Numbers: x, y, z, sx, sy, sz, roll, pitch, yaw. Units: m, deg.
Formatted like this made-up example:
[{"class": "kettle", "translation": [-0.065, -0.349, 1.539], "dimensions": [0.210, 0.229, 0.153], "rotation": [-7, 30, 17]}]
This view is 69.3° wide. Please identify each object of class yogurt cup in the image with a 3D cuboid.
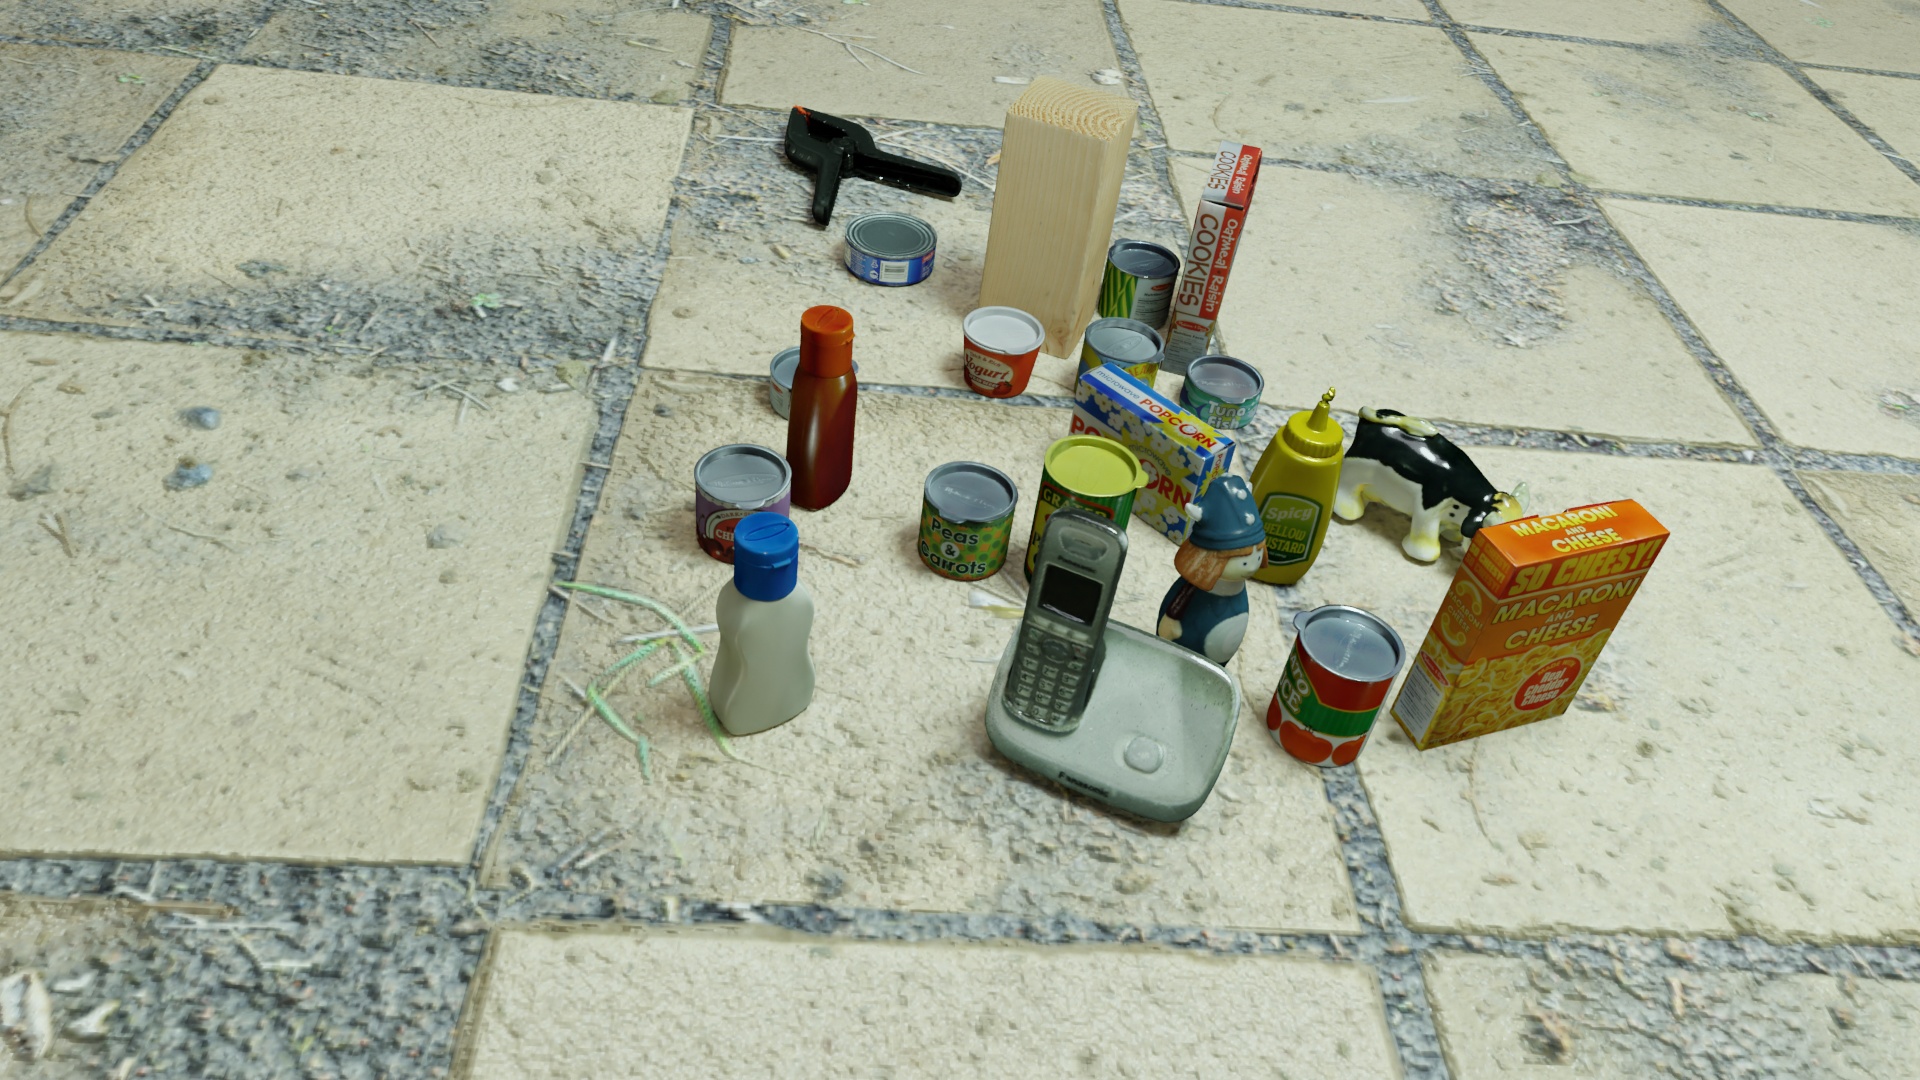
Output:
[{"class": "yogurt cup", "translation": [0.033, -0.155, 1.154], "dimensions": [0.072, 0.053, 0.073], "rotation": [5, 41, -4]}]

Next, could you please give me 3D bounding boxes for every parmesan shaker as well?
[{"class": "parmesan shaker", "translation": [0.085, -0.012, 0.961], "dimensions": [0.071, 0.102, 0.072], "rotation": [5, 41, -4]}]

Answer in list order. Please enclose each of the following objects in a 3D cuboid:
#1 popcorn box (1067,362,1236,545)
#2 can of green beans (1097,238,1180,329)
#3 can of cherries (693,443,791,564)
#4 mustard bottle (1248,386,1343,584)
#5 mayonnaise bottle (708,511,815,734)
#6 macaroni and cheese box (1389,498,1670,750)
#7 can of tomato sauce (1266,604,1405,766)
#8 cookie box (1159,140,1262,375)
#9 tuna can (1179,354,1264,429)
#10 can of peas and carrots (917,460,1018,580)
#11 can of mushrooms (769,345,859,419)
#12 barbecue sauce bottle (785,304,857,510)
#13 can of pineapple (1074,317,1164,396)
[{"class": "popcorn box", "translation": [0.139, -0.066, 1.047], "dimensions": [0.038, 0.084, 0.127], "rotation": [-28, 53, -35]}, {"class": "can of green beans", "translation": [0.161, -0.231, 1.261], "dimensions": [0.071, 0.057, 0.071], "rotation": [5, 41, -4]}, {"class": "can of cherries", "translation": [-0.152, -0.024, 0.967], "dimensions": [0.071, 0.058, 0.072], "rotation": [5, 41, -4]}, {"class": "mustard bottle", "translation": [0.235, -0.041, 0.977], "dimensions": [0.065, 0.159, 0.049], "rotation": [12, 41, 4]}, {"class": "mayonnaise bottle", "translation": [-0.116, 0.049, 0.821], "dimensions": [0.065, 0.147, 0.041], "rotation": [-19, 48, -29]}, {"class": "macaroni and cheese box", "translation": [0.358, 0.054, 0.884], "dimensions": [0.124, 0.165, 0.040], "rotation": [-10, 44, -20]}, {"class": "can of tomato sauce", "translation": [0.235, 0.092, 0.882], "dimensions": [0.071, 0.082, 0.071], "rotation": [5, 41, -4]}, {"class": "cookie box", "translation": [0.217, -0.243, 1.201], "dimensions": [0.040, 0.166, 0.123], "rotation": [15, 41, 8]}, {"class": "tuna can", "translation": [0.220, -0.123, 1.167], "dimensions": [0.071, 0.032, 0.071], "rotation": [5, 41, -4]}, {"class": "can of peas and carrots", "translation": [0.004, -0.012, 0.981], "dimensions": [0.071, 0.058, 0.071], "rotation": [5, 41, -4]}, {"class": "can of mushrooms", "translation": [-0.117, -0.124, 1.108], "dimensions": [0.071, 0.033, 0.071], "rotation": [5, 41, -4]}, {"class": "barbecue sauce bottle", "translation": [-0.098, -0.096, 0.991], "dimensions": [0.044, 0.147, 0.065], "rotation": [20, 42, 13]}, {"class": "can of pineapple", "translation": [0.132, -0.143, 1.155], "dimensions": [0.071, 0.057, 0.071], "rotation": [5, 41, -4]}]
